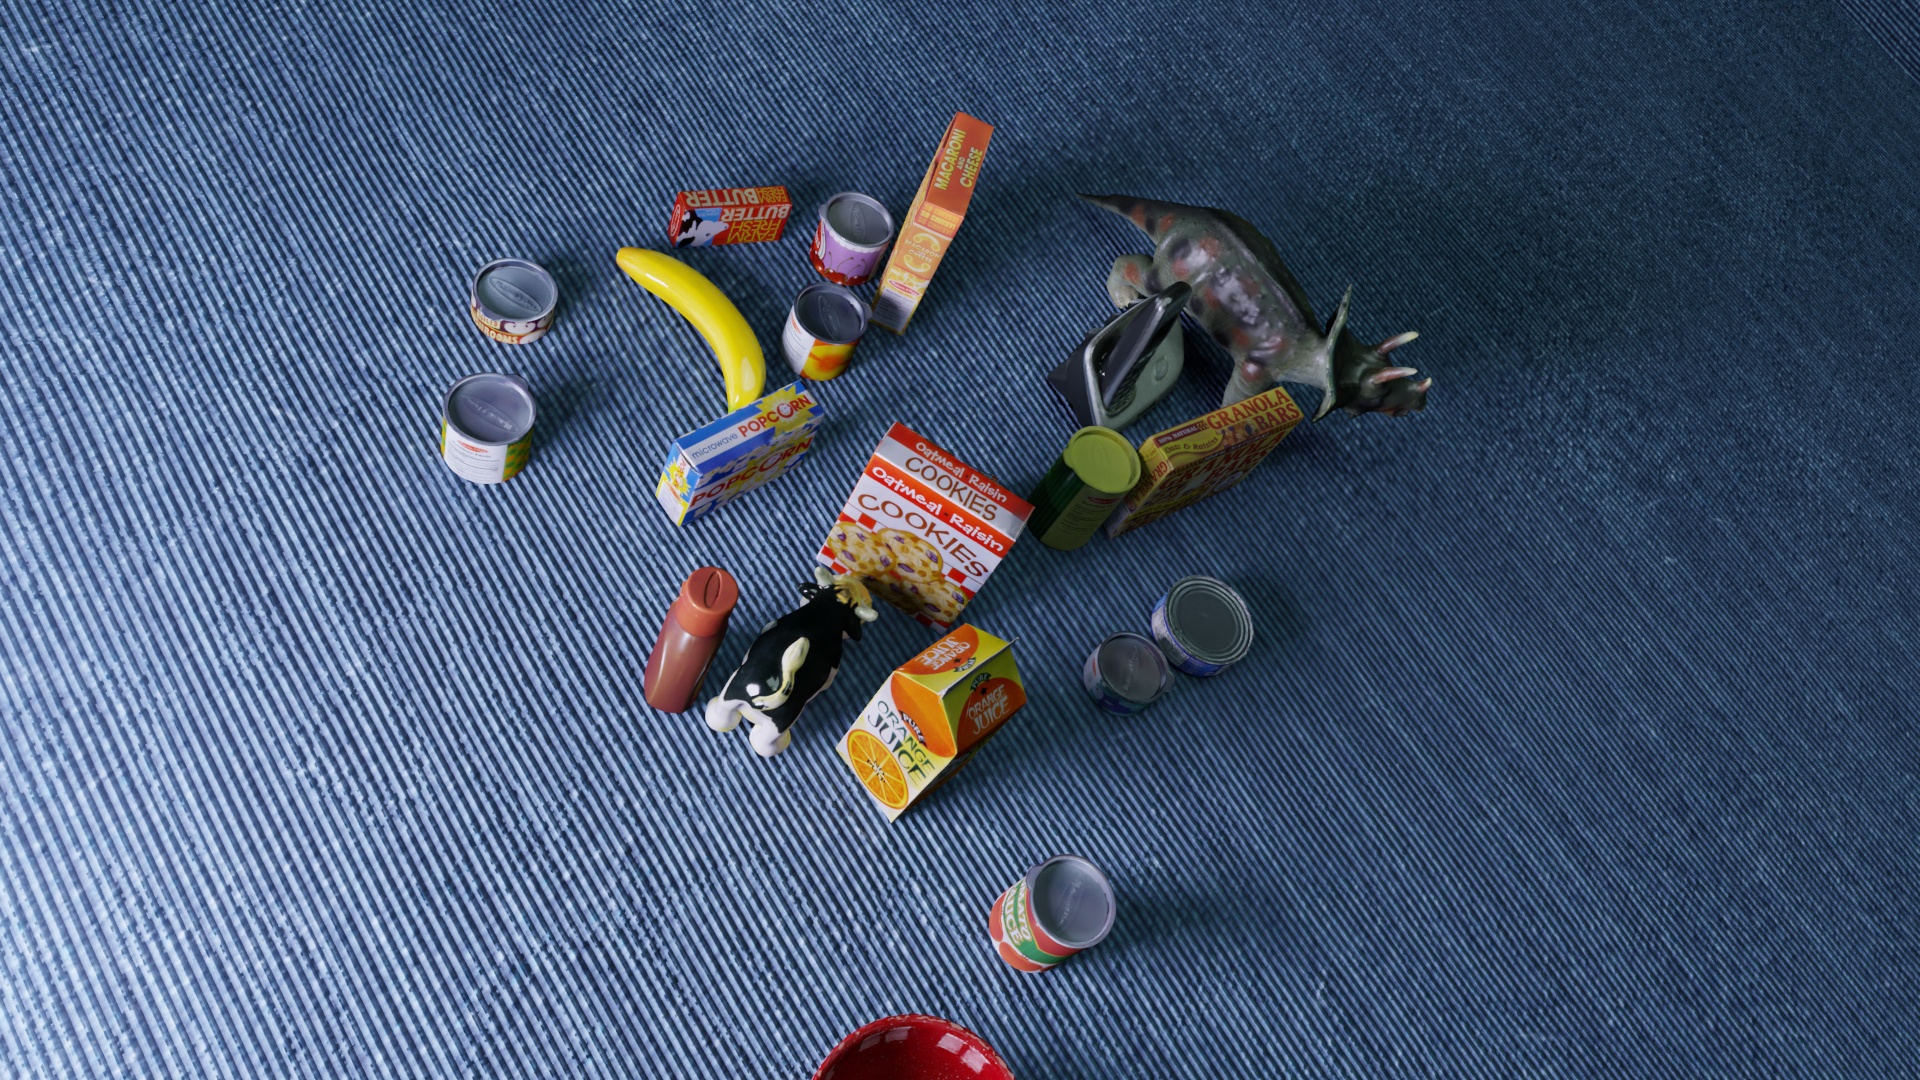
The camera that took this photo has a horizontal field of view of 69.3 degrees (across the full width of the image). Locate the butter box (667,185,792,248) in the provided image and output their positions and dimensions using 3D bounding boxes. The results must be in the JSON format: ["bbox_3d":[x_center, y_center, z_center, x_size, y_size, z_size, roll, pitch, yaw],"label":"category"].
[{"bbox_3d":[-0.207,-0.290,1.245,0.104,0.053,0.024,-11,66,-28],"label":"butter box"}]

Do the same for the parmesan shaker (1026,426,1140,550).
[{"bbox_3d":[0.100,-0.044,1.196,0.071,0.102,0.071,10,58,-17],"label":"parmesan shaker"}]

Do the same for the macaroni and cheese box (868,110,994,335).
[{"bbox_3d":[-0.029,-0.282,1.245,0.040,0.165,0.124,22,55,-9],"label":"macaroni and cheese box"}]

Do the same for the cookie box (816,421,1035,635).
[{"bbox_3d":[-0.031,-0.006,1.079,0.123,0.166,0.040,32,54,-3],"label":"cookie box"}]

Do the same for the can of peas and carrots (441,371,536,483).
[{"bbox_3d":[-0.358,-0.087,1.057,0.071,0.058,0.071,10,58,-17],"label":"can of peas and carrots"}]

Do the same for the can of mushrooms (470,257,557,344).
[{"bbox_3d":[-0.366,-0.194,1.133,0.071,0.033,0.071,10,58,-17],"label":"can of mushrooms"}]

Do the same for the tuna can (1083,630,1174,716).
[{"bbox_3d":[0.141,0.113,1.163,0.071,0.032,0.071,10,58,-17],"label":"tuna can"}]

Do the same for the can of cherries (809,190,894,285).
[{"bbox_3d":[-0.103,-0.278,1.278,0.071,0.058,0.072,10,58,-17],"label":"can of cherries"}]

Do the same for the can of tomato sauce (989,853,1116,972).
[{"bbox_3d":[0.063,0.271,1.005,0.071,0.082,0.071,10,58,-17],"label":"can of tomato sauce"}]

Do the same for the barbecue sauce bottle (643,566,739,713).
[{"bbox_3d":[-0.190,0.067,0.980,0.044,0.147,0.065,17,56,-13],"label":"barbecue sauce bottle"}]

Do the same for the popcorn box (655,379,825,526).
[{"bbox_3d":[-0.176,-0.069,1.107,0.127,0.084,0.038,-32,77,-34],"label":"popcorn box"}]

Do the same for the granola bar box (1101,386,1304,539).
[{"bbox_3d":[0.211,-0.071,1.245,0.166,0.123,0.039,-22,71,-31],"label":"granola bar box"}]

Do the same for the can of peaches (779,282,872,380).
[{"bbox_3d":[-0.118,-0.182,1.215,0.071,0.057,0.071,10,58,-17],"label":"can of peaches"}]

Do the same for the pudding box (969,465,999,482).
[{"bbox_3d":[0.004,-0.015,1.171,0.030,0.049,0.084,22,55,-9],"label":"pudding box"}]

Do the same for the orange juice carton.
[{"bbox_3d":[-0.017,0.125,0.991,0.072,0.191,0.073,-31,77,-34],"label":"orange juice carton"}]
